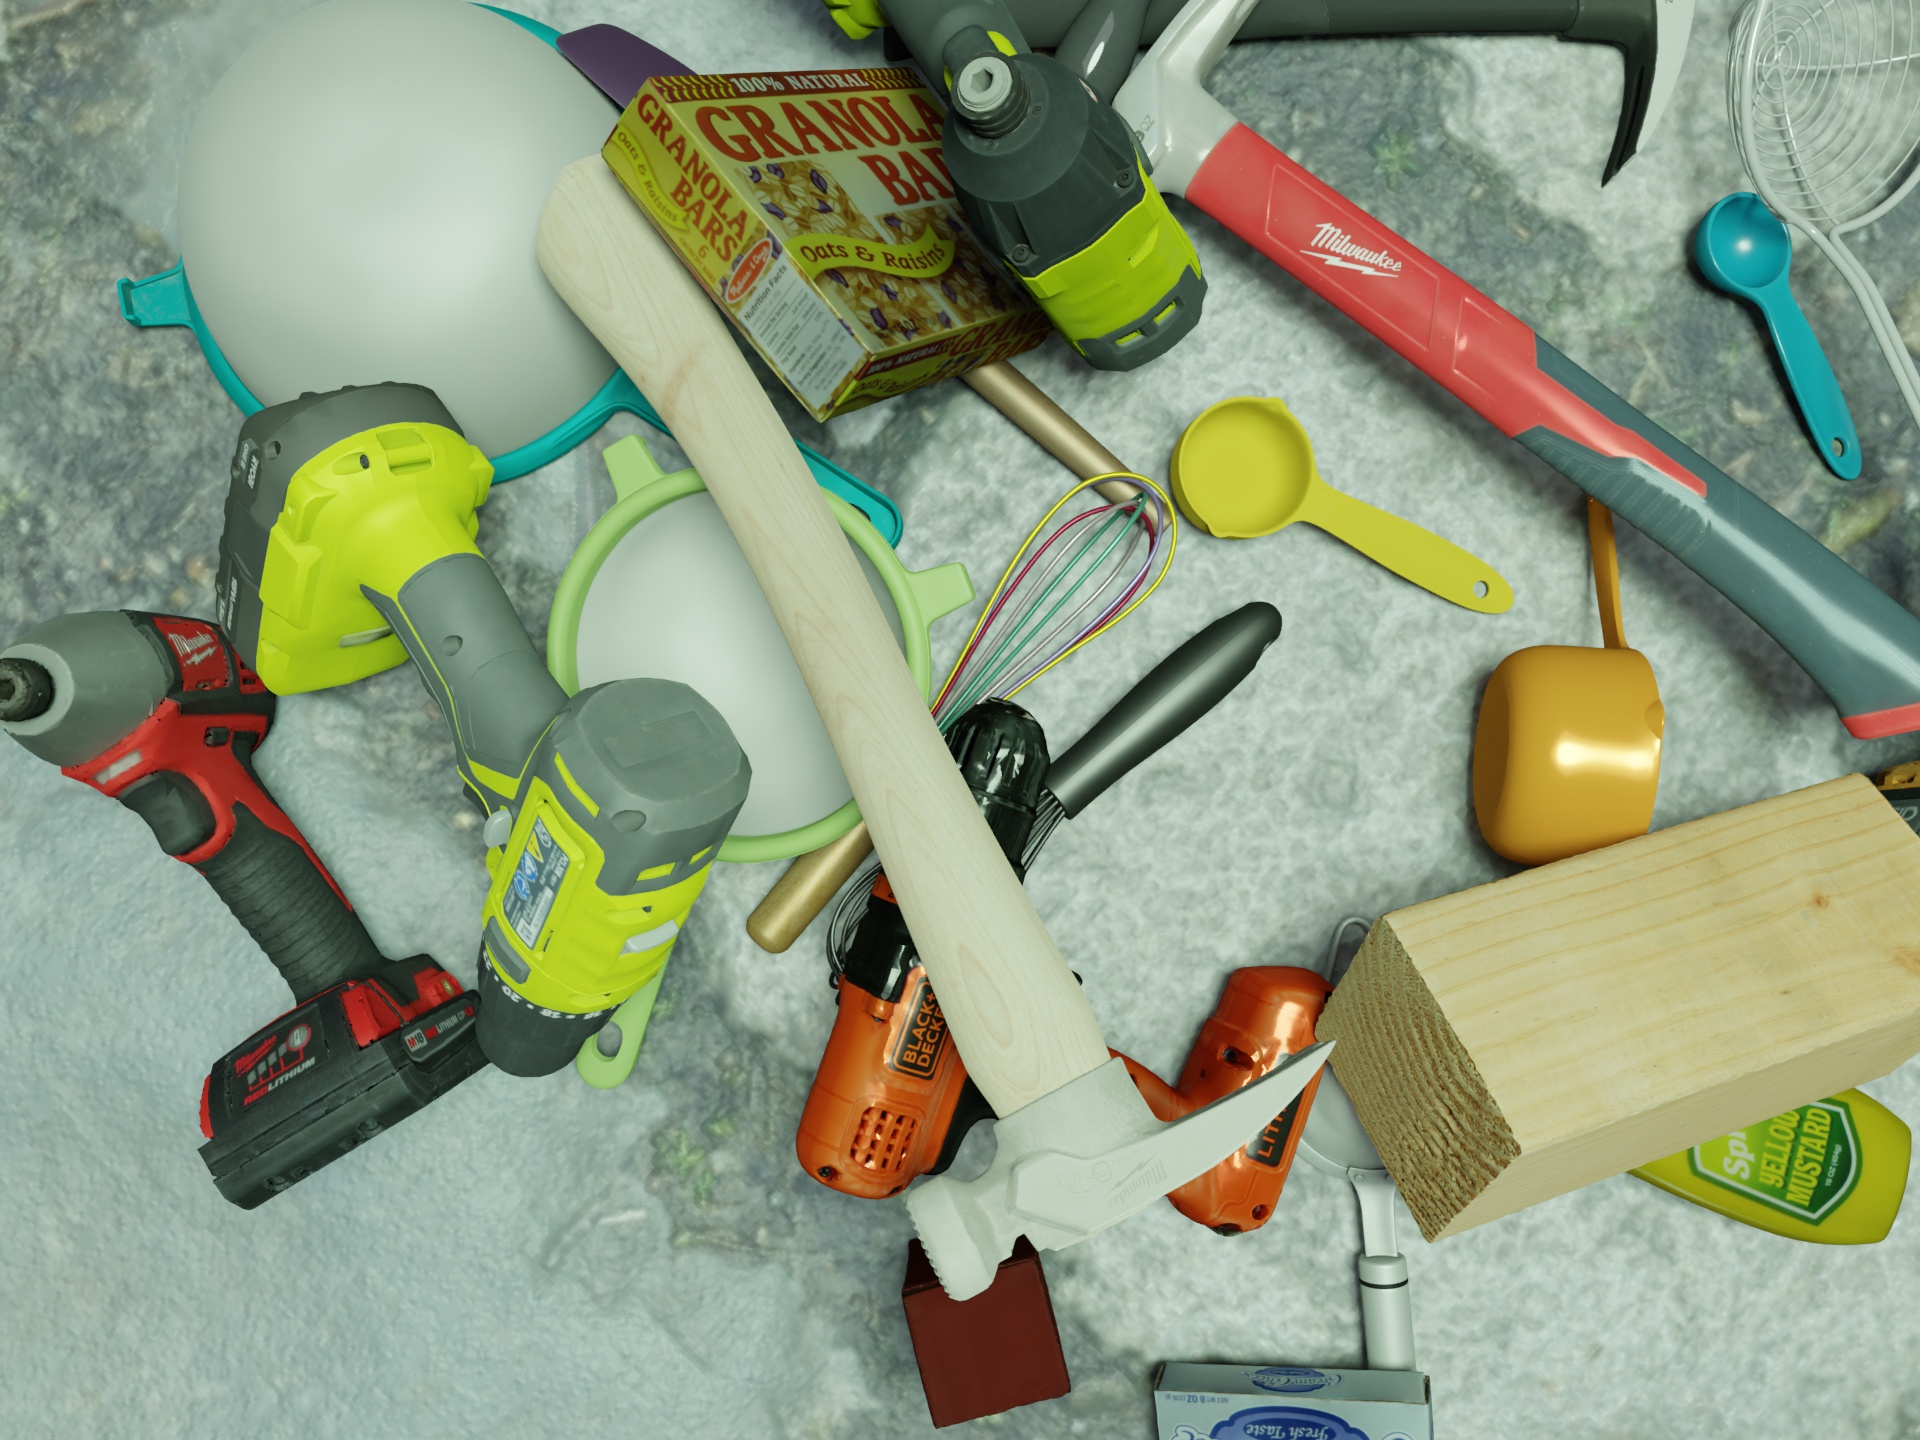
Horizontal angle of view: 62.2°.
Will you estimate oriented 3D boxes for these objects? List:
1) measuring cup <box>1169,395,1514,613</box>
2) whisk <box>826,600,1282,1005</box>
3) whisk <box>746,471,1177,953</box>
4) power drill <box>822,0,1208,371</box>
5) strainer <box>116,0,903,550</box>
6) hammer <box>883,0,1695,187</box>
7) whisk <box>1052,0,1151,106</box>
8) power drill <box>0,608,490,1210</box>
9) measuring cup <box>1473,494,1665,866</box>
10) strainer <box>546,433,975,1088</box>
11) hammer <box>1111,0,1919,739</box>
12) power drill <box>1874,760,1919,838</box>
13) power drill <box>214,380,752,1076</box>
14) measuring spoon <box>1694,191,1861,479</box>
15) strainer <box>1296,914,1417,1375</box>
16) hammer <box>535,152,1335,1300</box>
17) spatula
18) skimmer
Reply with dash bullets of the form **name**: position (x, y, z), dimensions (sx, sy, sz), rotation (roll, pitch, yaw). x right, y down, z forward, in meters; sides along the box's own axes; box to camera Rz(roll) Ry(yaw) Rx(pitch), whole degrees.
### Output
- **measuring cup**: position (0.157, -0.081, 0.657), dimensions (0.156, 0.029, 0.062), rotation (25, 87, -10)
- **whisk**: position (0.039, 0.032, 0.638), dimensions (0.239, 0.055, 0.055), rotation (-40, 87, -7)
- **whisk**: position (0.001, -0.001, 0.638), dimensions (0.047, 0.051, 0.245), rotation (40, 92, -22)
- **power drill**: position (-0.002, -0.239, 0.548), dimensions (0.080, 0.171, 0.223), rotation (-33, 73, 14)
- **strainer**: position (-0.169, -0.167, 0.625), dimensions (0.340, 0.095, 0.211), rotation (33, 87, 4)
- **hammer**: position (0.135, -0.294, 0.661), dimensions (0.335, 0.035, 0.146), rotation (-2, 86, 1)
- **whisk**: position (0.099, -0.349, 0.601), dimensions (0.070, 0.070, 0.284), rotation (29, 105, 2)
- **power drill**: position (-0.270, 0.058, 0.589), dimensions (0.078, 0.143, 0.219), rotation (-31, 89, 1)
- **measuring cup**: position (0.234, -0.025, 0.629), dimensions (0.052, 0.095, 0.174), rotation (3, 68, 5)
- **strainer**: position (-0.097, 0.024, 0.635), dimensions (0.151, 0.069, 0.256), rotation (22, 102, 8)
- **hammer**: position (0.222, -0.138, 0.598), dimensions (0.386, 0.038, 0.143), rotation (40, 99, 9)
- **power drill**: position (0.476, 0.012, 0.619), dimensions (0.185, 0.084, 0.226), rotation (37, 83, 1)
- **power drill**: position (-0.181, 0.008, 0.580), dimensions (0.080, 0.190, 0.229), rotation (-22, 64, -43)
- **measuring spoon**: position (0.339, -0.157, 0.662), dimensions (0.042, 0.021, 0.128), rotation (-29, 96, -16)
- **strainer**: position (0.167, 0.209, 0.627), dimensions (0.087, 0.050, 0.258), rotation (-5, 89, 16)
- **hammer**: position (-0.031, -0.026, 0.547), dimensions (0.146, 0.038, 0.411), rotation (-26, 79, -7)
- **spatula**: position (-0.033, -0.183, 0.656), dimensions (0.316, 0.060, 0.018), rotation (41, 131, -1)
- **skimmer**: position (0.375, -0.137, 0.583), dimensions (0.127, 0.090, 0.364), rotation (-1, 68, -26)
